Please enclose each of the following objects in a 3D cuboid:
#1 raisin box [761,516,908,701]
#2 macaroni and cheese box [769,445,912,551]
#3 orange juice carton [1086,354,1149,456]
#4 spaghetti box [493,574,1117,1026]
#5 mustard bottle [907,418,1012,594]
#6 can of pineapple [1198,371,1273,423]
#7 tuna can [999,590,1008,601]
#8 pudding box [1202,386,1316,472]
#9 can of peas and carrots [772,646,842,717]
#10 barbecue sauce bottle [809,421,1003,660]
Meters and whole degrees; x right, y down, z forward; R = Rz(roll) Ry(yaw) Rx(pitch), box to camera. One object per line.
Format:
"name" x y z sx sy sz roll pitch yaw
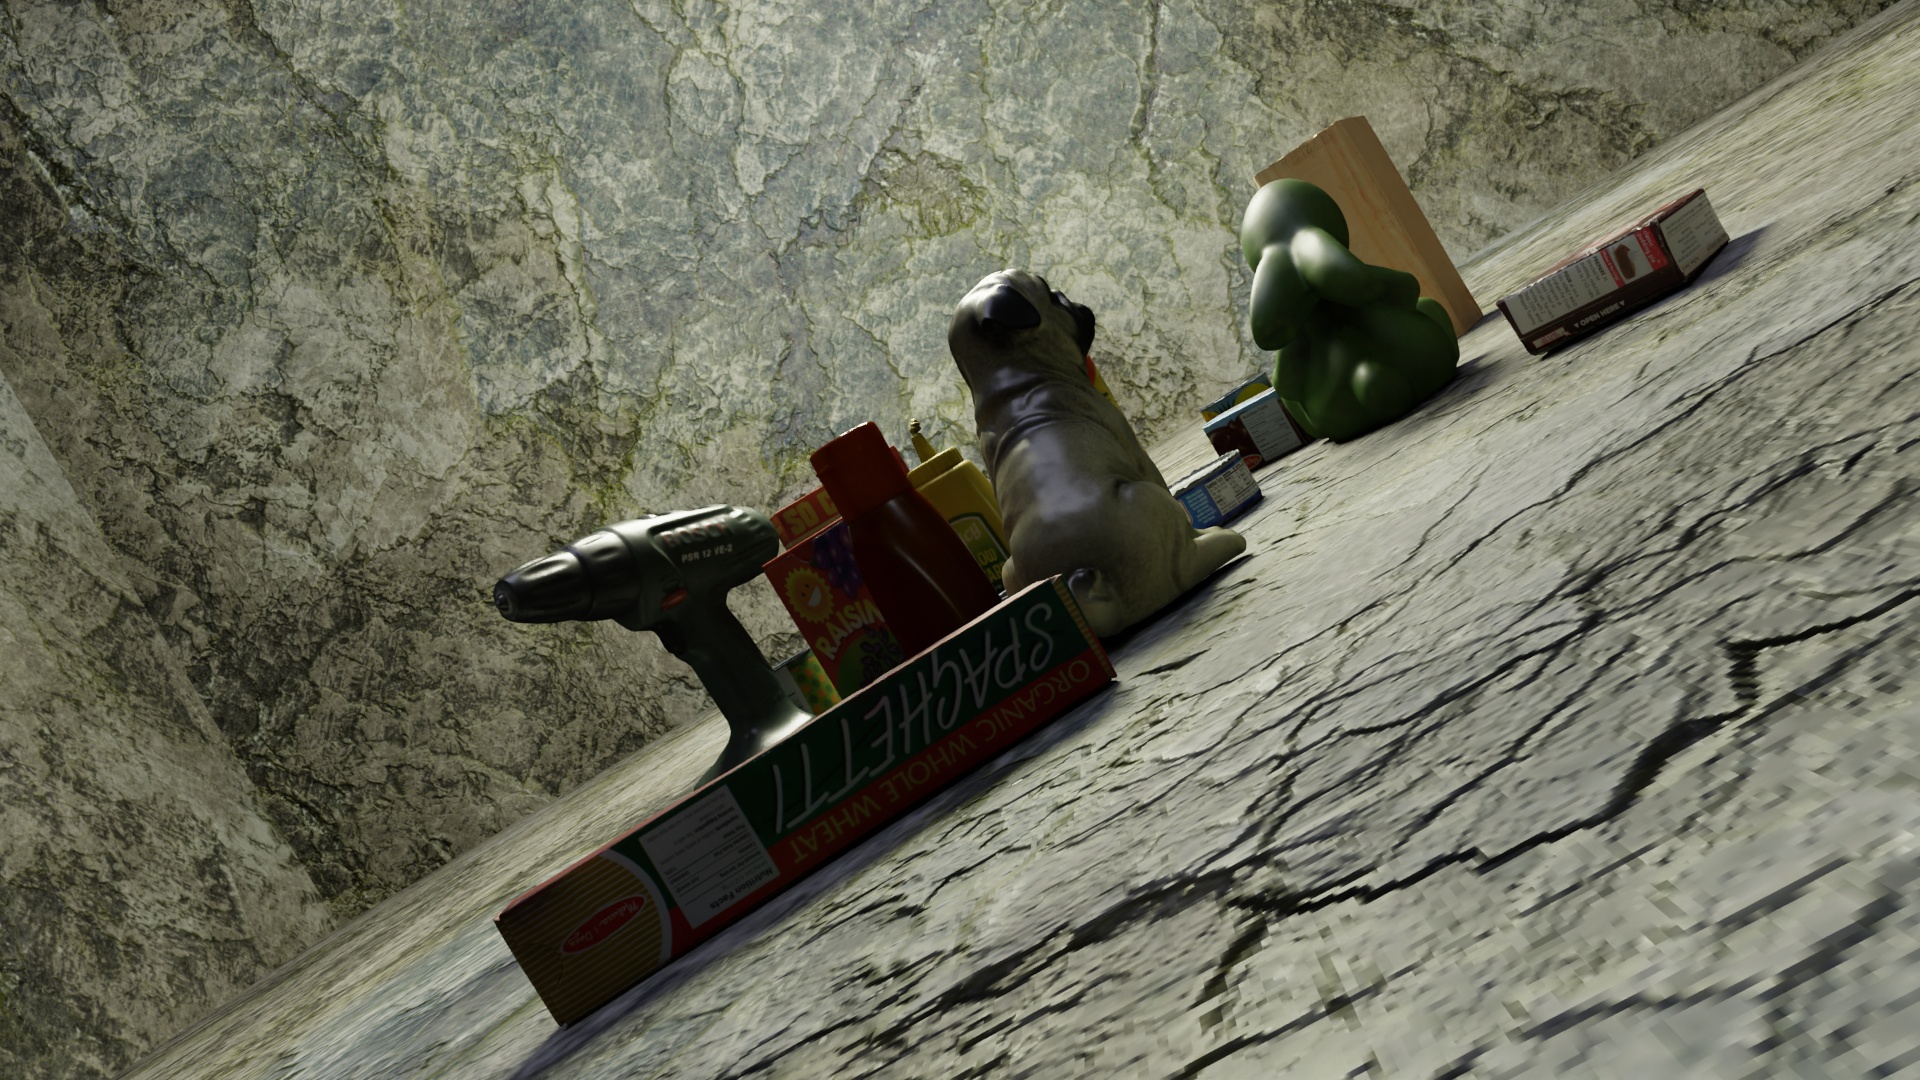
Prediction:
"raisin box" -0.056 0.047 0.859 0.086 0.123 0.040 -30 1 38
"macaroni and cheese box" -0.068 0.022 1.184 0.124 0.166 0.040 -31 1 -19
"orange juice carton" 0.103 -0.098 1.259 0.073 0.192 0.071 -31 1 -19
"spaghetti box" -0.056 0.097 0.542 0.250 0.050 0.028 -31 1 -8
"mustard bottle" 0.003 -0.012 0.952 0.065 0.160 0.049 -31 1 19
"can of pineapple" 0.248 -0.104 1.201 0.071 0.058 0.071 -31 1 1
"tuna can" 0.052 0.036 0.844 0.071 0.033 0.071 -31 1 1
"pudding box" 0.228 -0.084 1.048 0.030 0.049 0.083 -32 1 -37
"can of peas and carrots" -0.127 0.122 1.084 0.071 0.058 0.071 -31 1 1
"barbecue sauce bottle" -0.019 0.015 0.661 0.044 0.148 0.064 -32 1 -37
